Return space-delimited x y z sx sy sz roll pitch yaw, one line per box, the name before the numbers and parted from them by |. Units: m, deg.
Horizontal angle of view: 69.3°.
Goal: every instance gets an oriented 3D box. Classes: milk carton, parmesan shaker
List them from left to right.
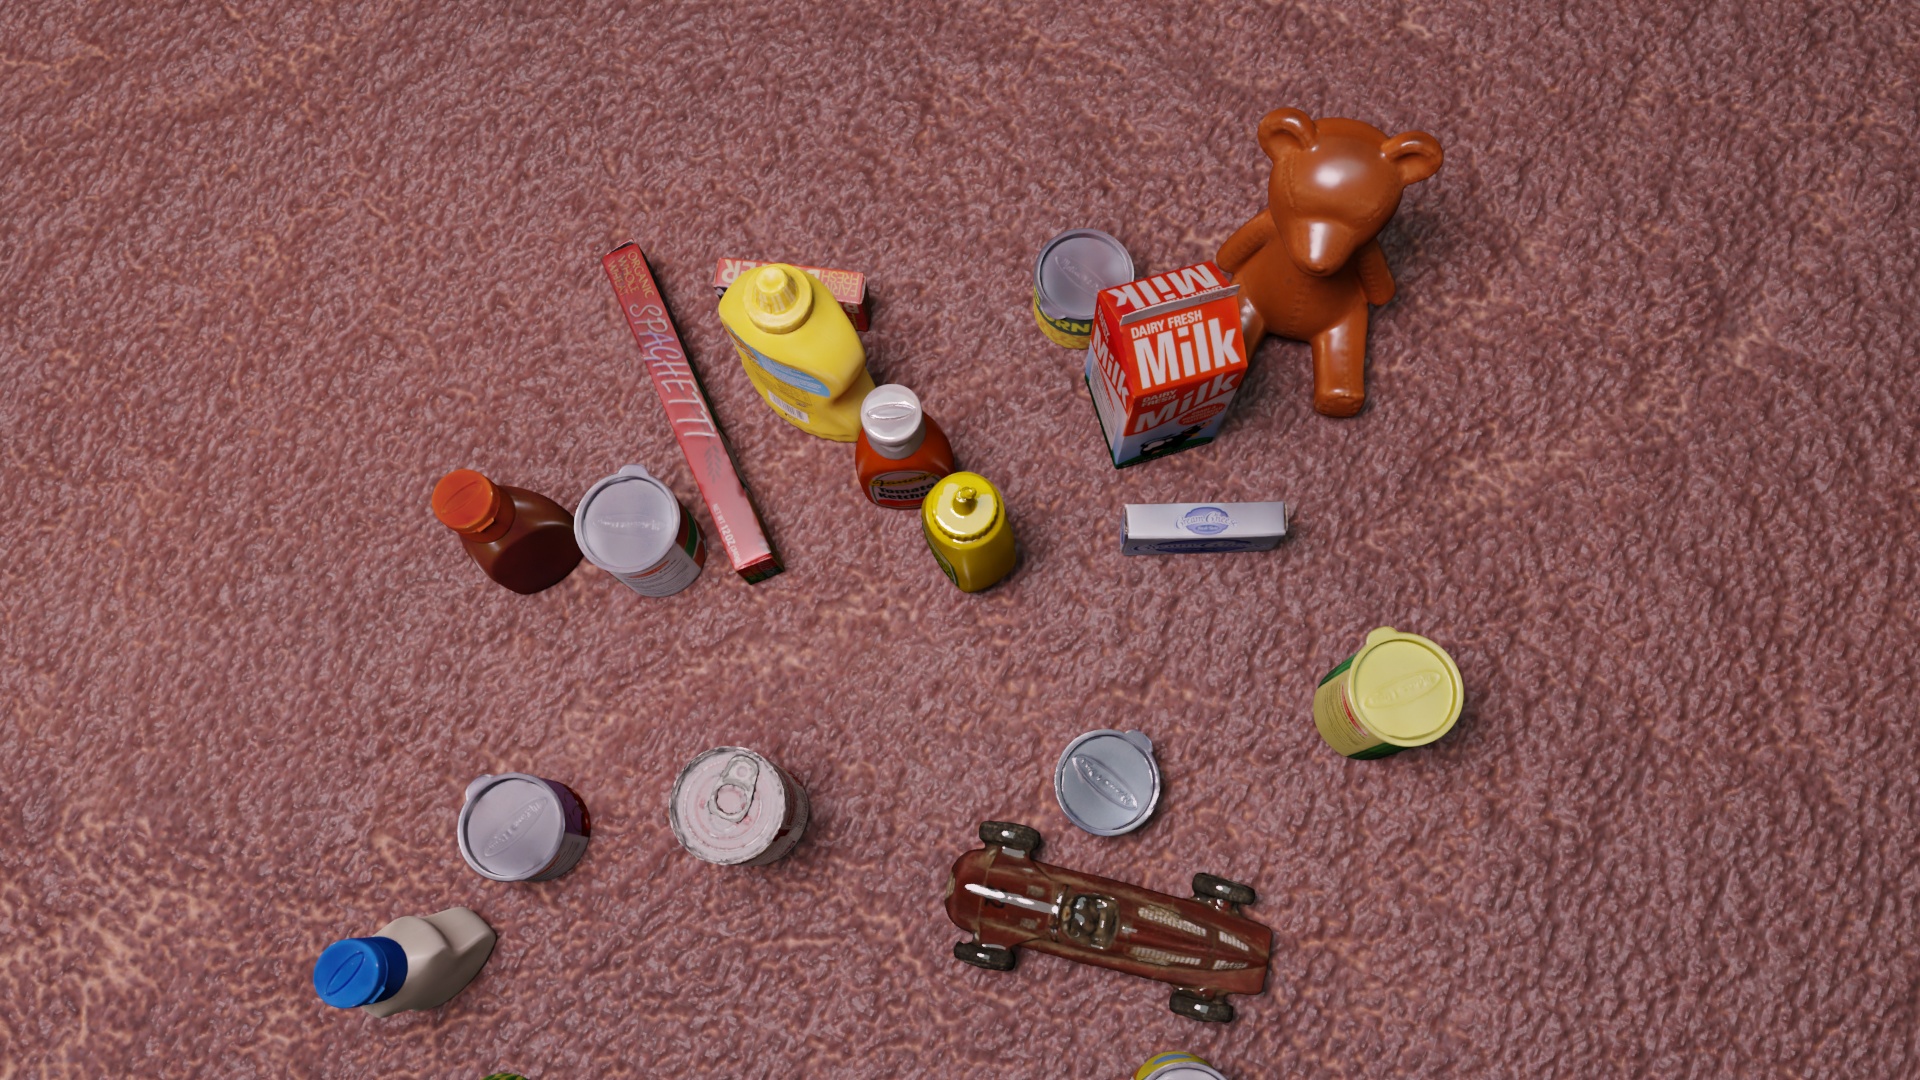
milk carton | 0.126 -0.112 0.866 0.072 0.190 0.073 -16 76 -2
parmesan shaker | 0.259 0.095 0.853 0.071 0.103 0.071 -1 76 2

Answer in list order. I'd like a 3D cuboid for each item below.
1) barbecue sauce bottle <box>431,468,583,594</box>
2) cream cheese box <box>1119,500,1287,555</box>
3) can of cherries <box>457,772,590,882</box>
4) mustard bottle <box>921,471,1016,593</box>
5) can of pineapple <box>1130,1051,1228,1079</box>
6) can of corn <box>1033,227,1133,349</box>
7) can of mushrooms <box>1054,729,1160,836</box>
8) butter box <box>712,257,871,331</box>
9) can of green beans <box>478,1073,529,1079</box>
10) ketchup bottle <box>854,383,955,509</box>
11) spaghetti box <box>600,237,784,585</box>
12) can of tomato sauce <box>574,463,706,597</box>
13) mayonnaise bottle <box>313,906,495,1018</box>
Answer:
barbecue sauce bottle | -0.286 -0.007 0.877 0.065 0.148 0.044 -39 78 -7
cream cheese box | 0.157 -0.008 0.909 0.104 0.053 0.024 -1 76 2
can of cherries | -0.275 0.179 0.876 0.071 0.058 0.071 -1 76 2
mustard bottle | 0.003 -0.011 0.860 0.049 0.160 0.065 -31 77 -5
can of pineapple | 0.133 0.339 0.820 0.071 0.057 0.071 -1 76 2
can of corn | 0.081 -0.169 0.950 0.071 0.058 0.071 -1 76 2
can of mushrooms | 0.094 0.152 0.881 0.071 0.033 0.071 -1 76 2
butter box | -0.114 -0.170 0.960 0.103 0.053 0.024 7 77 4
can of green beans | -0.284 0.357 0.831 0.071 0.057 0.071 -1 76 2
ketchup bottle | -0.038 -0.058 0.880 0.065 0.148 0.043 -5 76 1
spaghetti box | -0.183 -0.088 0.944 0.029 0.050 0.250 -25 76 -4
can of tomato sauce | -0.207 -0.004 0.907 0.071 0.083 0.071 -1 76 2
mayonnaise bottle | -0.326 0.248 0.814 0.041 0.147 0.065 38 81 10
